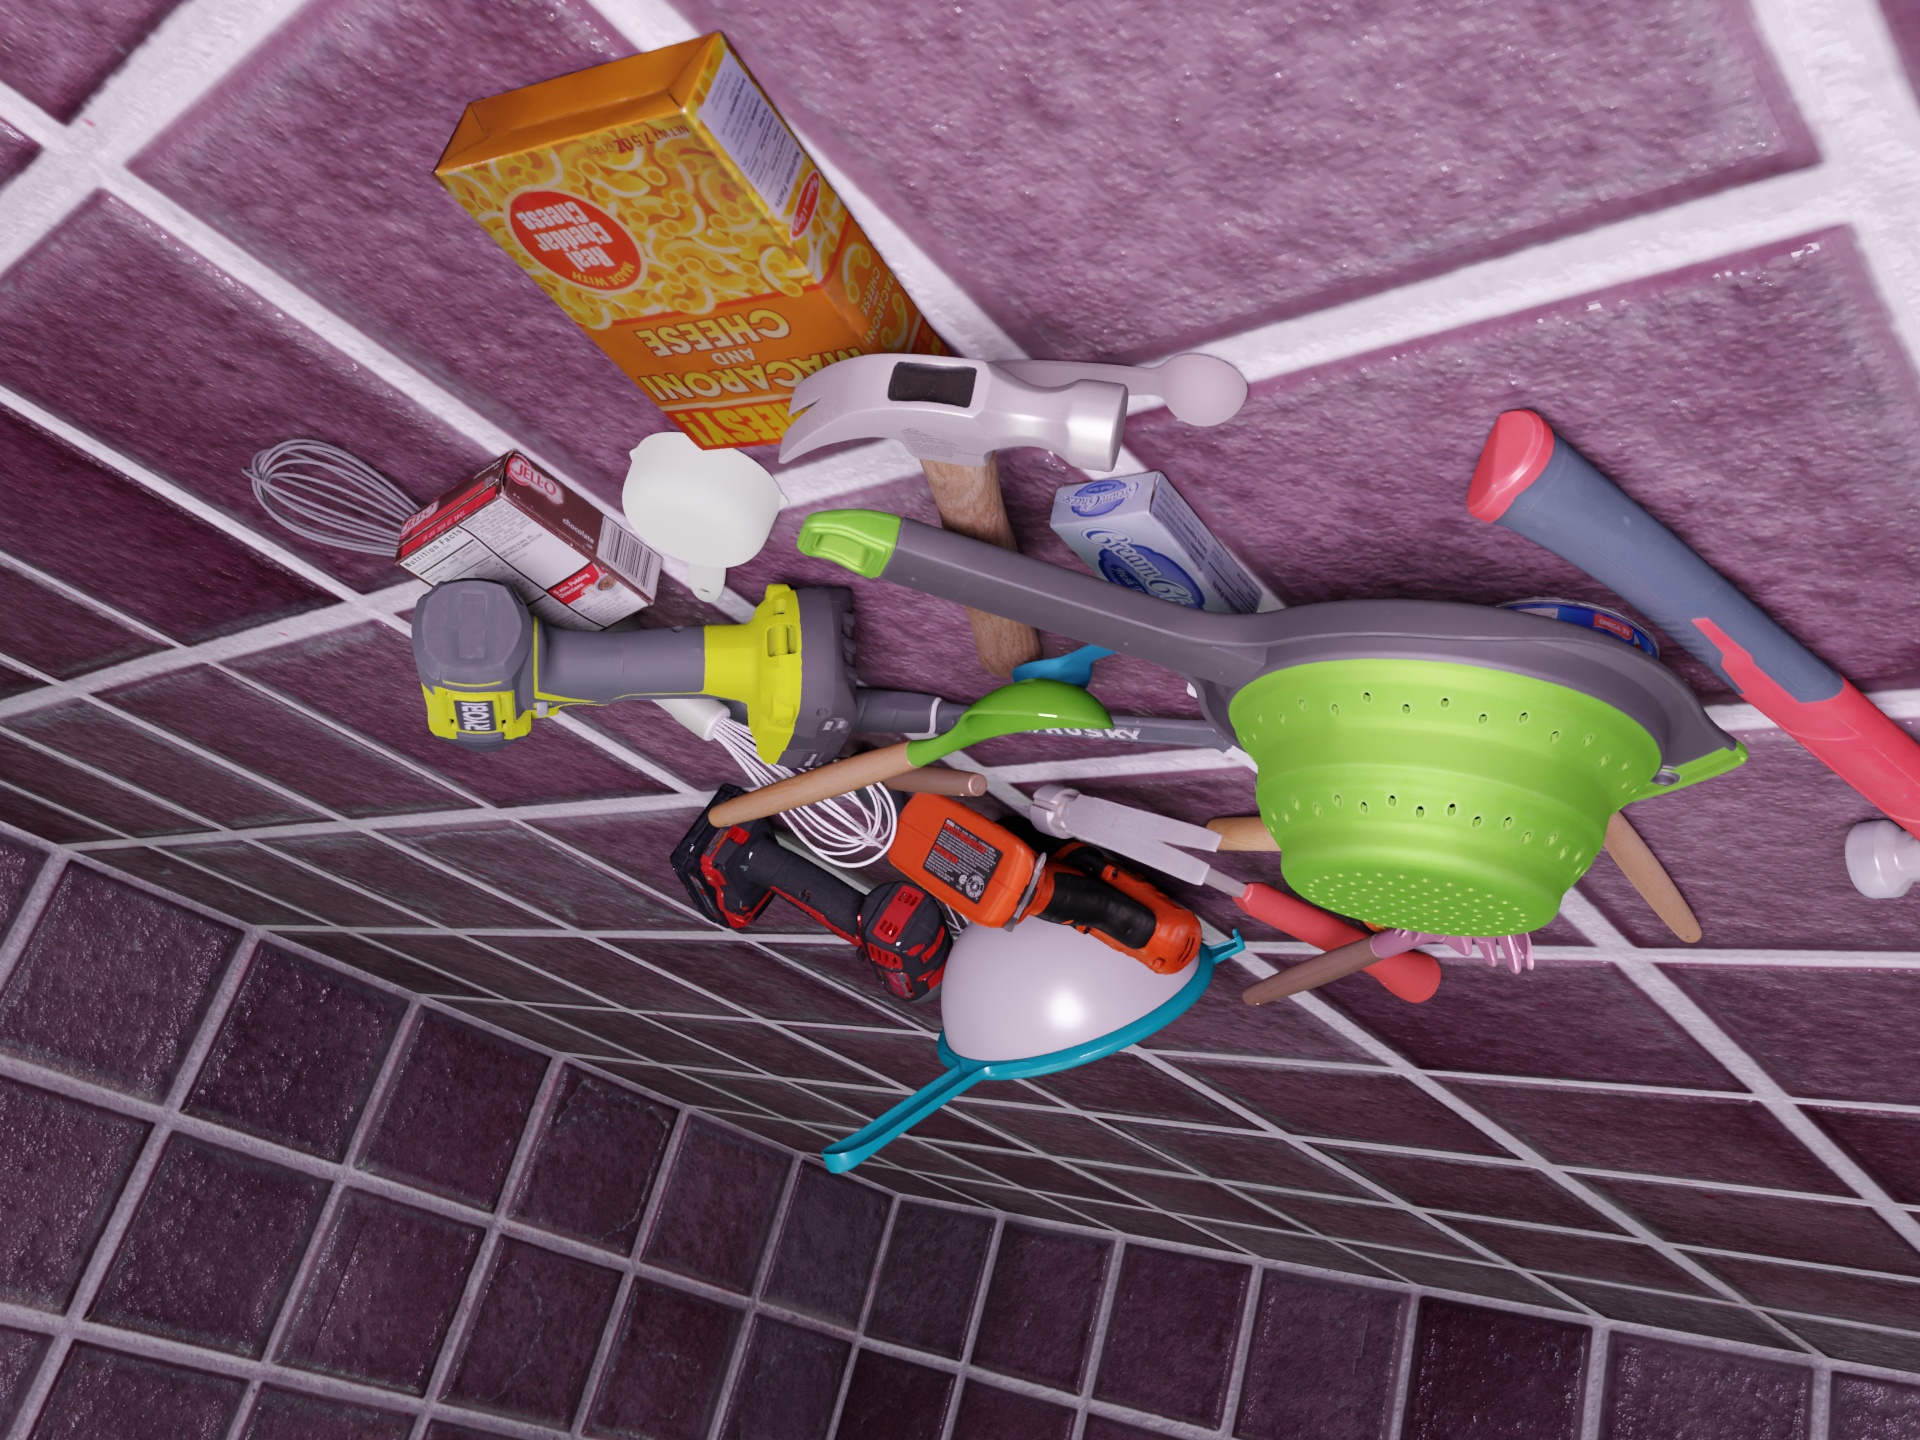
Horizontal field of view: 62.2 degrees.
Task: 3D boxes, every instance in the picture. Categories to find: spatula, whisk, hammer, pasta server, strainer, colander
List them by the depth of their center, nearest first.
[{"bbox_3d":[0.118,0.010,0.650,0.397,0.094,0.204,16,162,-10],"label":"colander"},{"bbox_3d":[0.355,-0.019,0.653,0.386,0.038,0.143,29,153,-28],"label":"hammer"},{"bbox_3d":[0.007,-0.075,0.696,0.130,0.031,0.331,11,167,8],"label":"hammer"},{"bbox_3d":[0.346,0.068,0.852,0.082,0.044,0.317,0,153,41],"label":"spatula"},{"bbox_3d":[0.217,0.066,0.911,0.051,0.047,0.245,60,157,-9],"label":"whisk"},{"bbox_3d":[-0.292,-0.096,0.916,0.238,0.055,0.055,25,156,-30],"label":"whisk"},{"bbox_3d":[-0.001,-0.003,0.941,0.409,0.036,0.149,4,153,29],"label":"hammer"},{"bbox_3d":[0.236,0.146,0.944,0.060,0.040,0.316,18,158,-9],"label":"pasta server"},{"bbox_3d":[-0.143,0.008,0.975,0.246,0.059,0.058,34,-173,10],"label":"whisk"},{"bbox_3d":[-0.071,0.031,1.016,0.059,0.018,0.316,27,168,-29],"label":"spatula"},{"bbox_3d":[0.210,0.123,1.022,0.358,0.037,0.149,27,173,-38],"label":"hammer"},{"bbox_3d":[0.024,0.188,1.104,0.211,0.340,0.095,-8,104,50],"label":"strainer"},{"bbox_3d":[-0.024,0.101,1.174,0.070,0.070,0.284,5,150,26],"label":"whisk"}]

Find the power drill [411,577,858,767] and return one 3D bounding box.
[{"bbox_3d":[-0.177,-0.021,0.871,0.223,0.080,0.171,1,162,-14],"label":"power drill"}]

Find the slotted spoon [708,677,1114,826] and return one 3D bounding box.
[{"bbox_3d":[-0.043,0.023,0.864,0.070,0.031,0.314,9,160,-43],"label":"slotted spoon"}]

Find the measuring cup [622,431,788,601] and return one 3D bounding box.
[{"bbox_3d":[-0.137,-0.088,0.829,0.083,0.038,0.167,17,155,-2],"label":"measuring cup"}]

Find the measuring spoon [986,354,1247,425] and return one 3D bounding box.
[{"bbox_3d":[0.052,-0.130,0.632,0.124,0.018,0.034,7,156,24],"label":"measuring spoon"}]

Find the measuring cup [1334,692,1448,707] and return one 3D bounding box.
[{"bbox_3d":[0.191,-0.004,0.796,0.062,0.029,0.156,19,153,-7],"label":"measuring cup"}]

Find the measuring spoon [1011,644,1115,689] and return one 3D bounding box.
[{"bbox_3d":[0.069,-0.026,0.783,0.042,0.021,0.128,1,169,-29],"label":"measuring spoon"}]

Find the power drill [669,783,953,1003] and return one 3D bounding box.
[{"bbox_3d":[-0.103,0.144,1.216,0.220,0.078,0.143,24,154,22],"label":"power drill"}]
